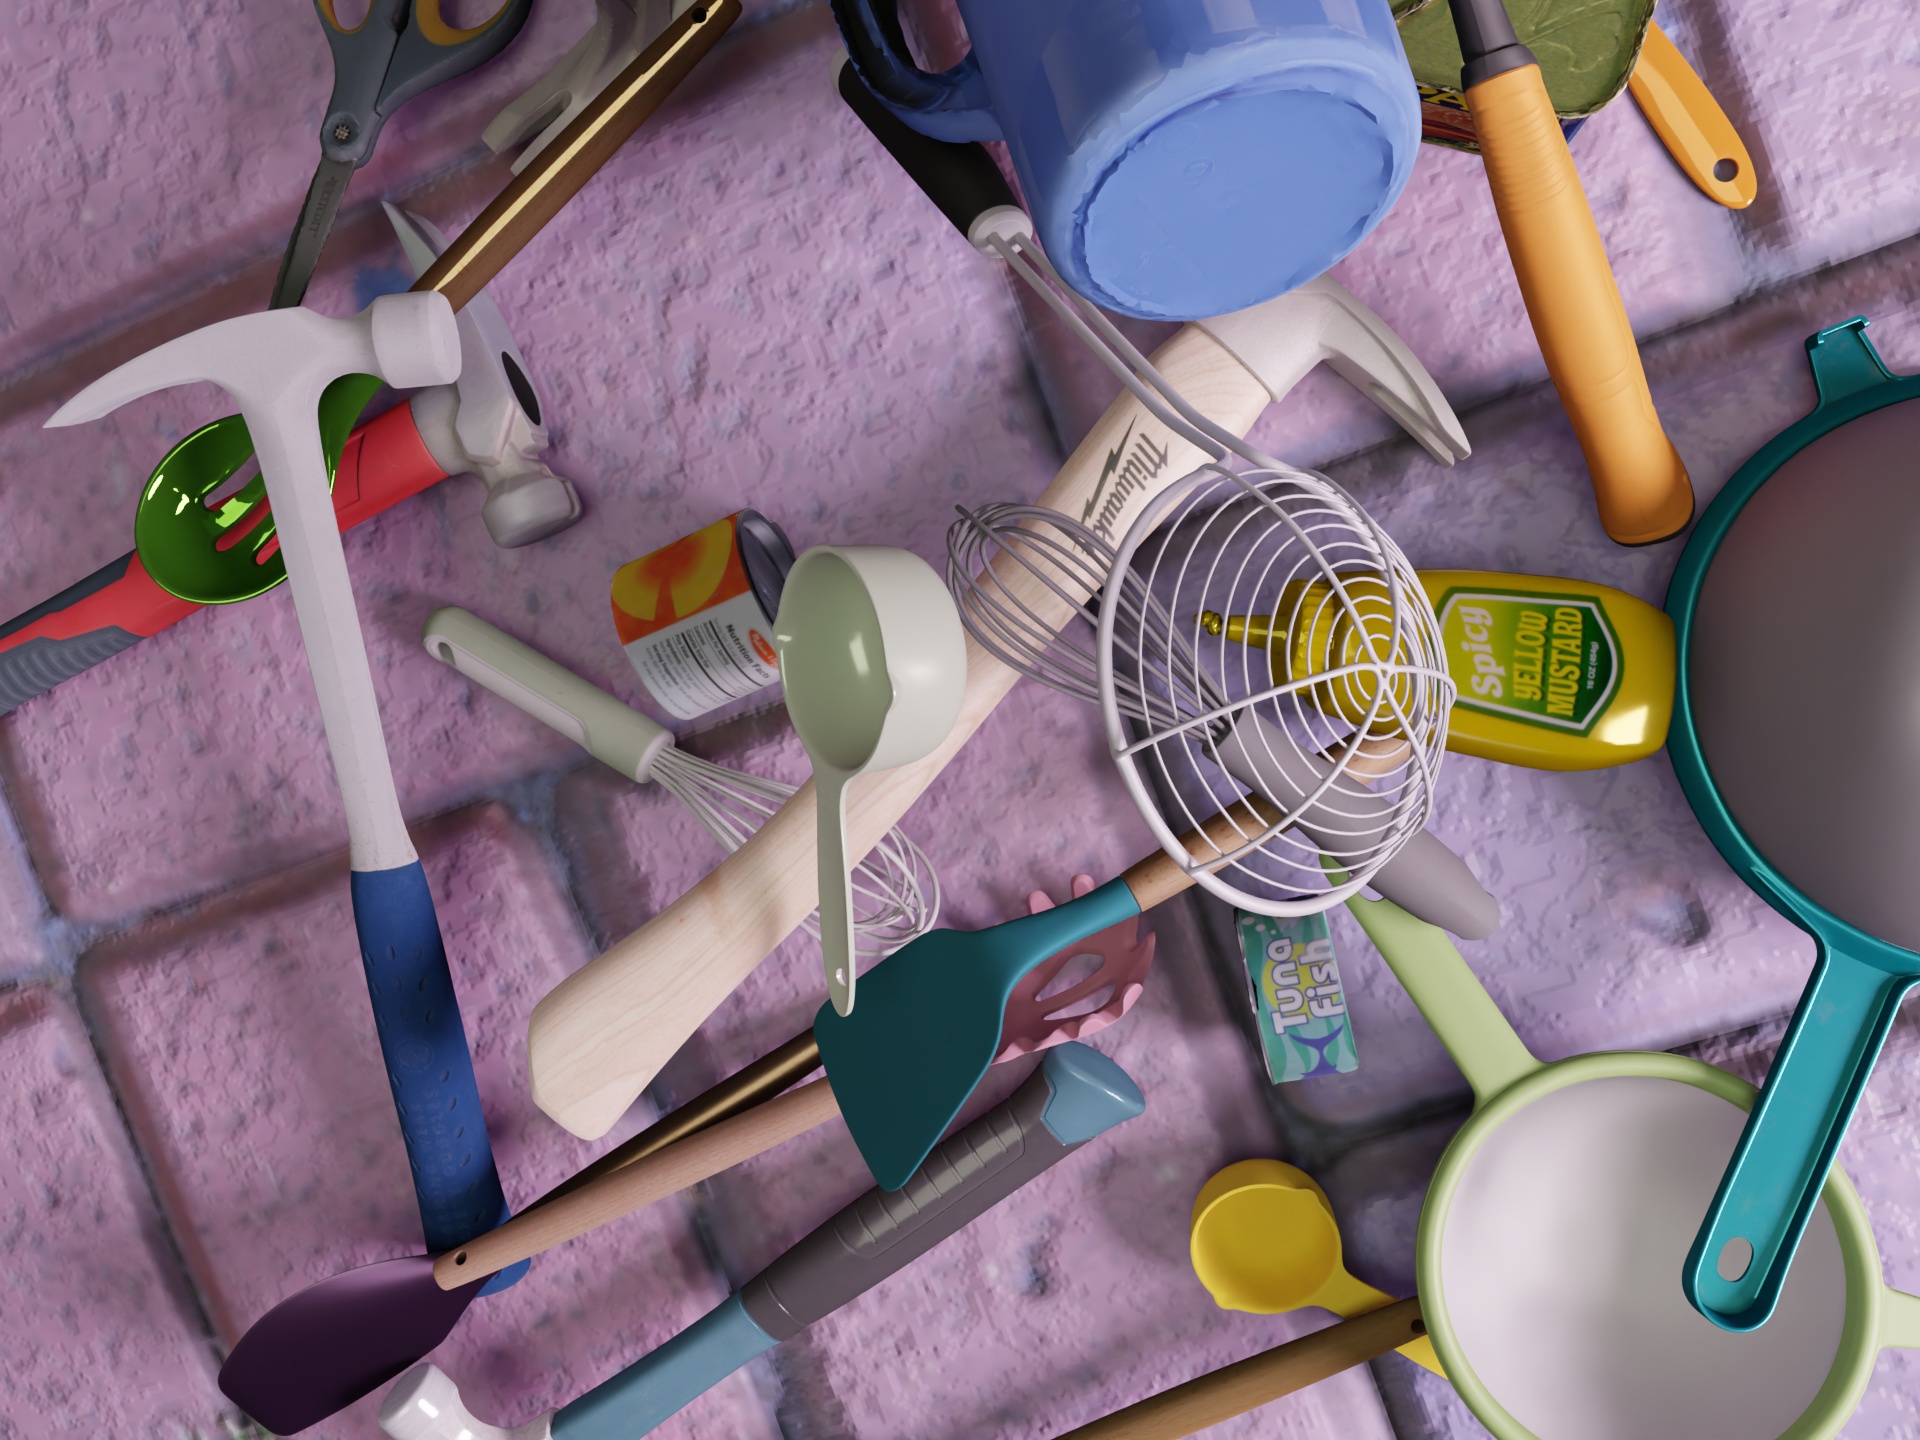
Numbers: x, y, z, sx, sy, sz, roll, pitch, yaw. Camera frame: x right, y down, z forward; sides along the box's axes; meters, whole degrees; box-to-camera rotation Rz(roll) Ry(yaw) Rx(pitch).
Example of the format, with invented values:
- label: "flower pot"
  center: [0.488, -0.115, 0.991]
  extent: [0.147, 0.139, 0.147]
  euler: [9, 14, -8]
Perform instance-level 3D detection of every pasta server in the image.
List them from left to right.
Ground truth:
- label: "pasta server"
  center: [-0.067, 0.150, 0.620]
  extent: [0.316, 0.040, 0.060]
  euler: [-25, 52, 3]

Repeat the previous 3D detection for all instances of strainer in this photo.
- label: "strainer"
  center: [0.209, 0.150, 0.580]
  extent: [0.151, 0.069, 0.256]
  euler: [-33, 76, 2]
- label: "strainer"
  center: [0.314, 0.040, 0.494]
  extent: [0.211, 0.095, 0.340]
  euler: [24, 88, 9]

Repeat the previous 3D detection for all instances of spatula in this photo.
- label: "spatula"
  center: [-0.165, 0.198, 0.650]
  extent: [0.316, 0.018, 0.059]
  euler: [-32, 115, 2]
- label: "spatula"
  center: [0.086, 0.054, 0.583]
  extent: [0.317, 0.044, 0.082]
  euler: [-30, 49, -2]

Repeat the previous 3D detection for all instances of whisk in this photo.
- label: "whisk"
  center: [-0.116, 0.019, 0.637]
  extent: [0.246, 0.059, 0.057]
  euler: [30, 144, 11]
- label: "whisk"
  center: [0.091, 0.003, 0.537]
  extent: [0.239, 0.055, 0.055]
  euler: [36, 102, -9]

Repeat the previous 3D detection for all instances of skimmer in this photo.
- label: "skimmer"
  center: [0.031, -0.102, 0.519]
  extent: [0.364, 0.127, 0.090]
  euler: [57, 137, 34]

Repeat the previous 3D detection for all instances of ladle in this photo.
- label: "ladle"
  center: [0.051, 0.288, 0.631]
  extent: [0.315, 0.031, 0.069]
  euler: [-30, 99, 17]

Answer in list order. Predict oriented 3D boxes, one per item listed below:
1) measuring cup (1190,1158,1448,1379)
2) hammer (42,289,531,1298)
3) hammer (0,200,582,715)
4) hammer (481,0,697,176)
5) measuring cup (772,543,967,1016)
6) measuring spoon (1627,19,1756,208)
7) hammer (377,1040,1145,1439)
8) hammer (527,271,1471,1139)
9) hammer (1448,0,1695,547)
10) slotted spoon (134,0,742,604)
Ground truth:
- label: "measuring cup"
  center: [0.159, 0.221, 0.619]
  extent: [0.156, 0.029, 0.062]
  euler: [30, 107, -6]
- label: "hammer"
  center: [-0.235, 0.046, 0.627]
  extent: [0.144, 0.035, 0.405]
  euler: [-7, 106, -3]
- label: "hammer"
  center: [-0.352, -0.070, 0.677]
  extent: [0.386, 0.038, 0.143]
  euler: [-24, 90, 13]
- label: "hammer"
  center: [-0.156, -0.260, 0.450]
  extent: [0.149, 0.359, 0.037]
  euler: [-43, 85, 10]
- label: "measuring cup"
  center: [-0.028, 0.022, 0.540]
  extent: [0.038, 0.083, 0.167]
  euler: [-11, 111, -31]
- label: "measuring spoon"
  center: [0.242, -0.228, 0.553]
  extent: [0.021, 0.011, 0.117]
  euler: [-34, 89, 13]
- label: "hammer"
  center: [-0.070, 0.232, 0.645]
  extent: [0.331, 0.033, 0.128]
  euler: [-37, 107, 9]
- label: "hammer"
  center: [-0.001, -0.002, 0.579]
  extent: [0.146, 0.038, 0.410]
  euler: [42, 92, 3]
- label: "hammer"
  center: [0.161, -0.159, 0.450]
  extent: [0.034, 0.127, 0.336]
  euler: [-15, 138, 27]
- label: "slotted spoon"
  center: [-0.197, -0.160, 0.604]
  extent: [0.313, 0.031, 0.070]
  euler: [-42, 87, 10]
